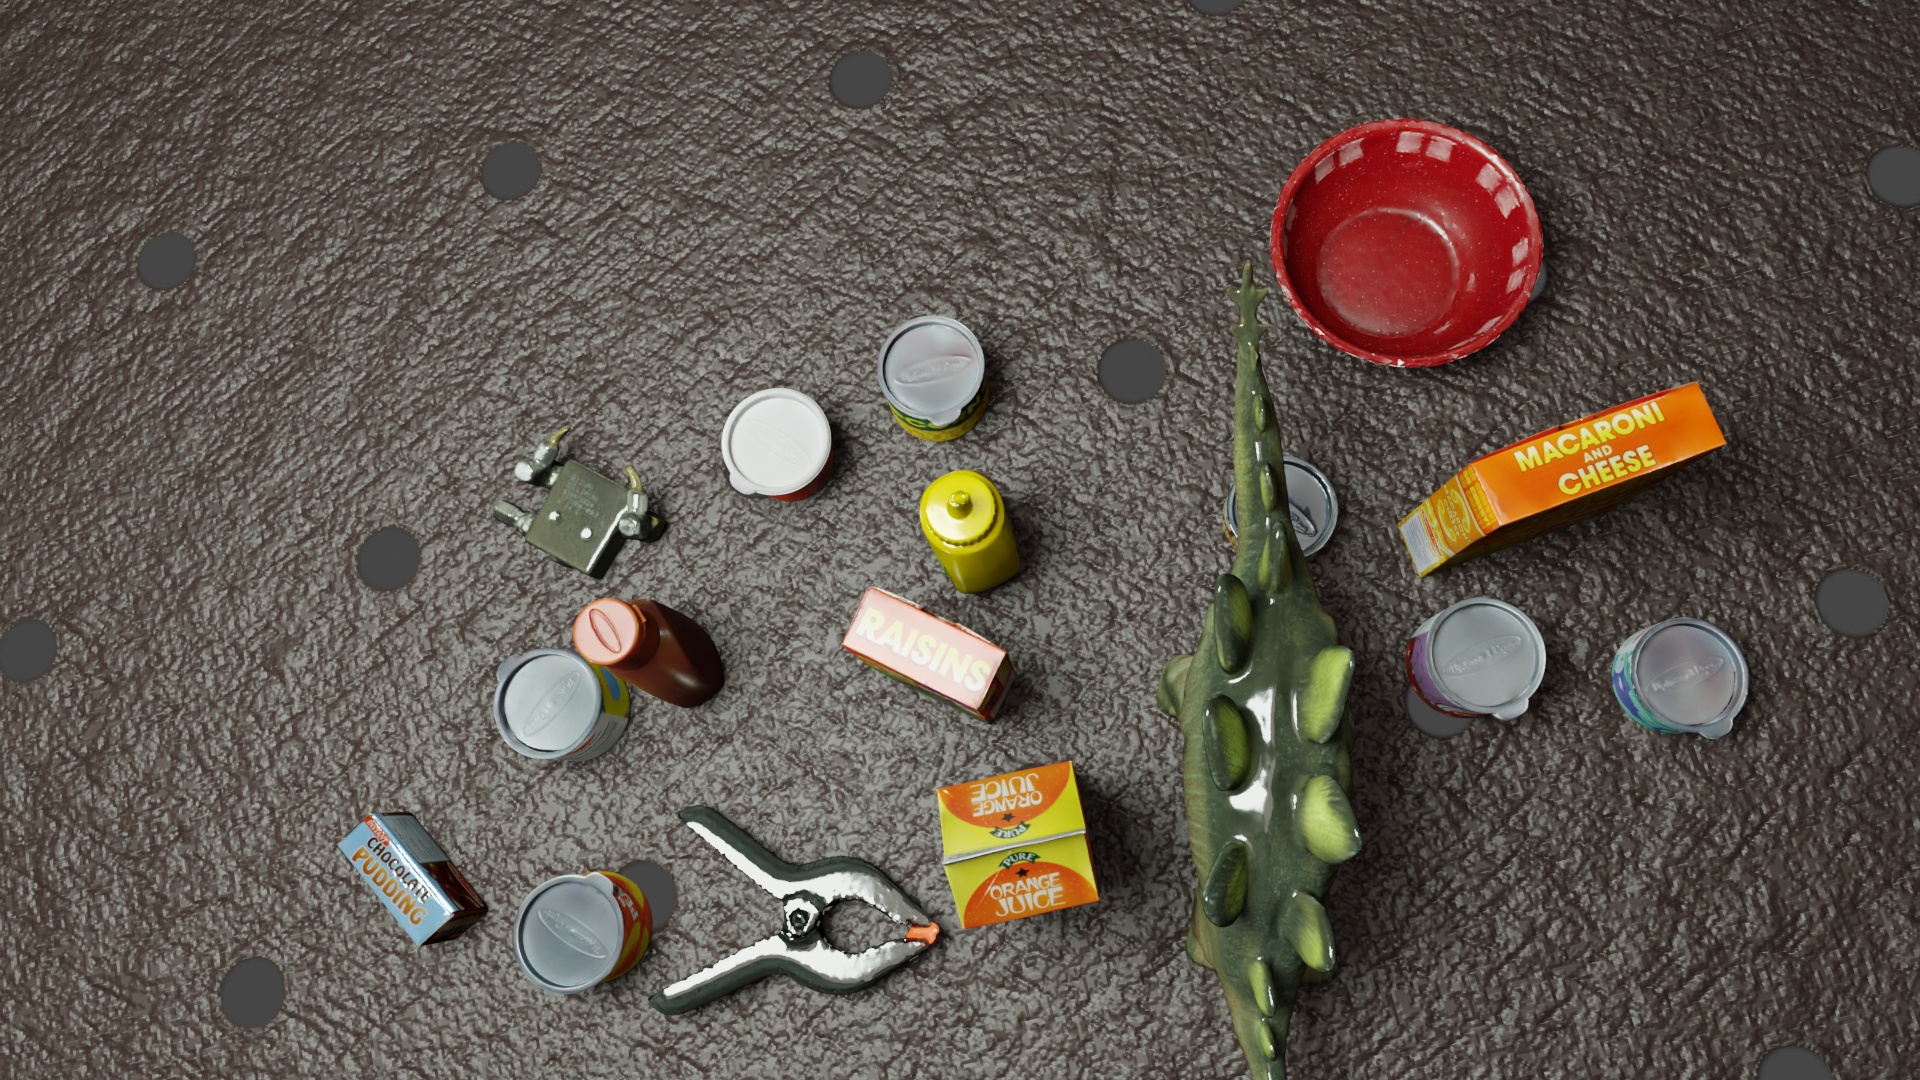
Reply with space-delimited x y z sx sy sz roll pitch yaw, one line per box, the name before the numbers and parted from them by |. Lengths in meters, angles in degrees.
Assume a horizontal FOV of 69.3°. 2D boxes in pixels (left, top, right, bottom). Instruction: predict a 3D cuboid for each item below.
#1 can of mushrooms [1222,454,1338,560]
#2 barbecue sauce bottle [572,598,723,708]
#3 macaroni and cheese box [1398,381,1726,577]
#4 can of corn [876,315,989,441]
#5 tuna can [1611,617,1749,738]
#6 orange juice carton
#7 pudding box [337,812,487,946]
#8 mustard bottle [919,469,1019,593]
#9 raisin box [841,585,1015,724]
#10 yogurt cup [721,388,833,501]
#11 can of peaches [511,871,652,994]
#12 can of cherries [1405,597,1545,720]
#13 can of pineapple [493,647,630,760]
can of mushrooms | 0.194 -0.015 0.851 0.071 0.033 0.071 -1 78 5
barbecue sauce bottle | -0.182 0.062 0.808 0.044 0.148 0.065 -34 78 -2
macaroni and cheese box | 0.326 -0.029 0.775 0.124 0.166 0.040 -20 78 1
can of corn | -0.015 -0.098 0.874 0.071 0.058 0.071 -1 79 5
tuna can | 0.421 0.082 0.812 0.071 0.032 0.071 -1 78 5
orange juice carton | 0.033 0.162 0.747 0.072 0.192 0.073 -12 78 3
pudding box | -0.331 0.204 0.842 0.030 0.049 0.084 -44 78 -4
mustard bottle | 0.003 -0.010 0.802 0.049 0.160 0.065 -24 78 0
raisin box | -0.015 0.069 0.806 0.086 0.123 0.040 26 82 9
yogurt cup | -0.111 -0.056 0.875 0.072 0.054 0.072 -1 78 5
can of peaches | -0.221 0.229 0.823 0.071 0.058 0.071 -1 79 5
can of cherries | 0.300 0.072 0.812 0.071 0.058 0.071 -1 79 5
can of pineapple | -0.244 0.100 0.852 0.071 0.057 0.071 -1 79 5
